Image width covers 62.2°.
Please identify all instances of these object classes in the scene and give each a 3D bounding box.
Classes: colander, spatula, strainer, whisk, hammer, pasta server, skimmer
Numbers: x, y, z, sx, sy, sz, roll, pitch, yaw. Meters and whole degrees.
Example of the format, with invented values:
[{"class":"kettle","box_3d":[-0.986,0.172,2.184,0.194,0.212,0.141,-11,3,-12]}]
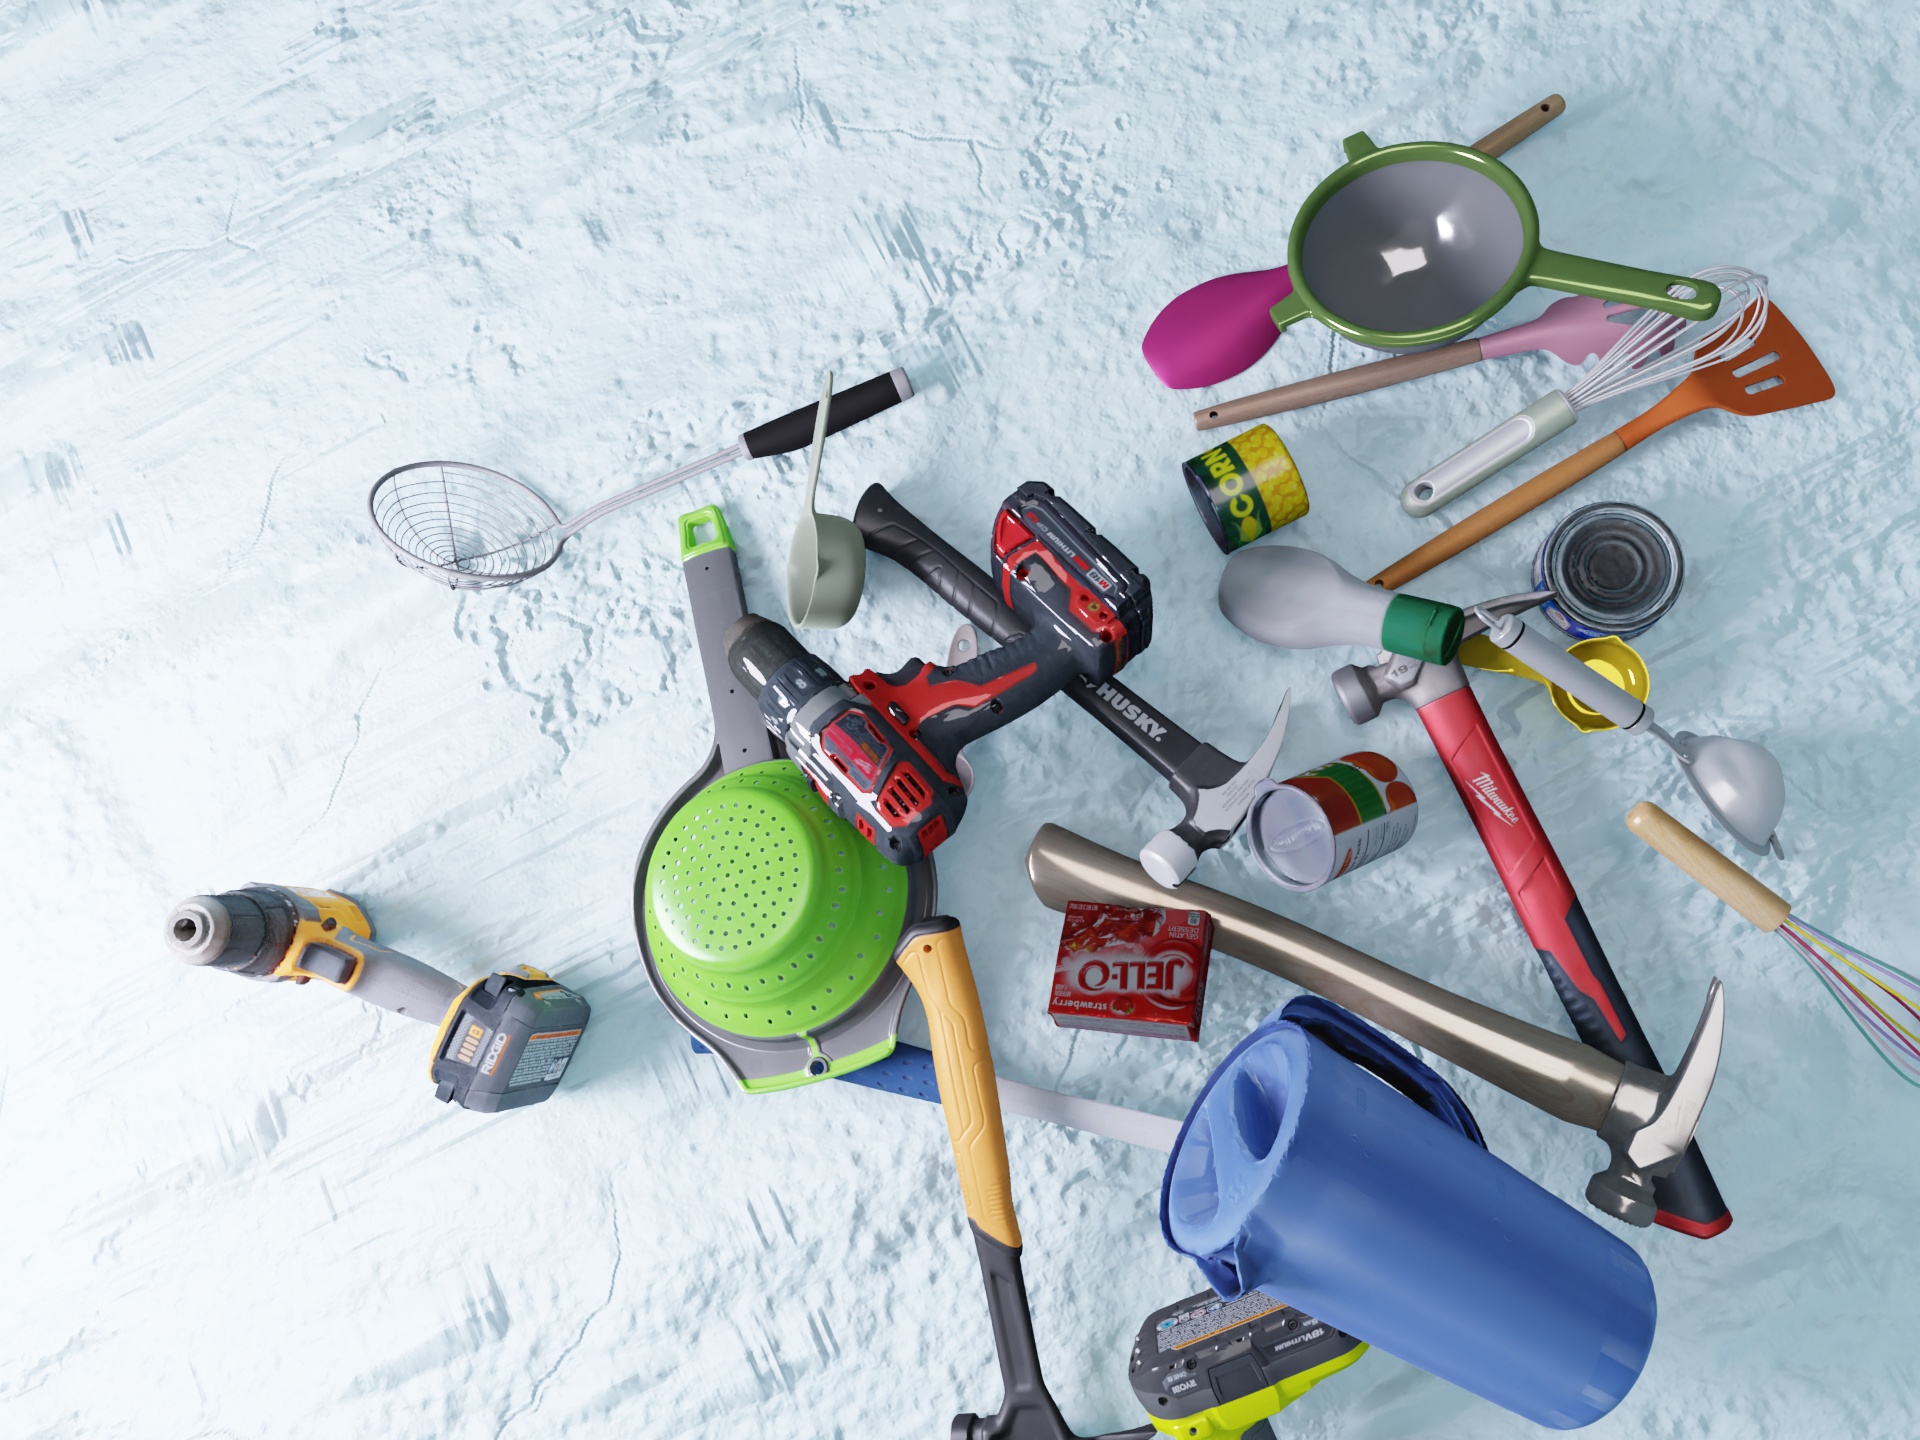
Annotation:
[{"class":"colander","box_3d":[-0.143,0.028,0.999,0.204,0.094,0.397,-18,71,10]},{"class":"spatula","box_3d":[0.394,-0.160,1.008,0.322,0.041,0.081,-31,77,7]},{"class":"strainer","box_3d":[0.400,0.003,0.921,0.258,0.087,0.050,31,128,-11]},{"class":"whisk","box_3d":[0.383,-0.200,0.985,0.246,0.059,0.058,-33,70,17]},{"class":"hammer","box_3d":[0.232,0.144,0.952,0.411,0.038,0.146,22,94,18]},{"class":"pasta server","box_3d":[0.308,-0.231,1.032,0.316,0.040,0.060,-13,79,11]},{"class":"hammer","box_3d":[0.024,0.281,0.945,0.127,0.034,0.337,-11,92,17]},{"class":"strainer","box_3d":[0.332,-0.271,0.988,0.256,0.069,0.151,19,75,21]},{"class":"whisk","box_3d":[0.489,0.130,0.921,0.245,0.047,0.051,38,113,7]},{"class":"hammer","box_3d":[0.058,-0.048,1.023,0.335,0.035,0.146,40,69,18]},{"class":"hammer","box_3d":[0.370,0.114,0.948,0.143,0.038,0.386,-27,79,17]},{"class":"hammer","box_3d":[0.026,0.225,0.981,0.405,0.035,0.144,11,106,14]},{"class":"skimmer","box_3d":[-0.211,-0.182,1.070,0.363,0.090,0.127,-22,47,3]}]

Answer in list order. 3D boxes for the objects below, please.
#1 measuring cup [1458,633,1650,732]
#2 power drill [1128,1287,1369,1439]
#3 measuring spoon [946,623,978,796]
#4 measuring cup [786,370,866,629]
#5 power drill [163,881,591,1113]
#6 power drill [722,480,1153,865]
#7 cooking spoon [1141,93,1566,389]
[{"class":"measuring cup","box_3d":[0.349,-0.036,0.997,0.156,0.029,0.062,19,96,23]},{"class":"power drill","box_3d":[0.212,0.432,0.900,0.190,0.080,0.228,-24,91,6]},{"class":"measuring spoon","box_3d":[-0.002,-0.003,1.050,0.034,0.018,0.124,4,75,10]},{"class":"measuring cup","box_3d":[-0.081,-0.141,1.032,0.038,0.083,0.167,7,92,-20]},{"class":"power drill","box_3d":[-0.365,0.164,0.992,0.226,0.185,0.084,23,84,8]},{"class":"power drill","box_3d":[-0.016,-0.044,0.963,0.227,0.080,0.188,-40,69,-12]},{"class":"cooking spoon","box_3d":[0.262,-0.321,1.055,0.319,0.017,0.069,-33,79,3]}]
